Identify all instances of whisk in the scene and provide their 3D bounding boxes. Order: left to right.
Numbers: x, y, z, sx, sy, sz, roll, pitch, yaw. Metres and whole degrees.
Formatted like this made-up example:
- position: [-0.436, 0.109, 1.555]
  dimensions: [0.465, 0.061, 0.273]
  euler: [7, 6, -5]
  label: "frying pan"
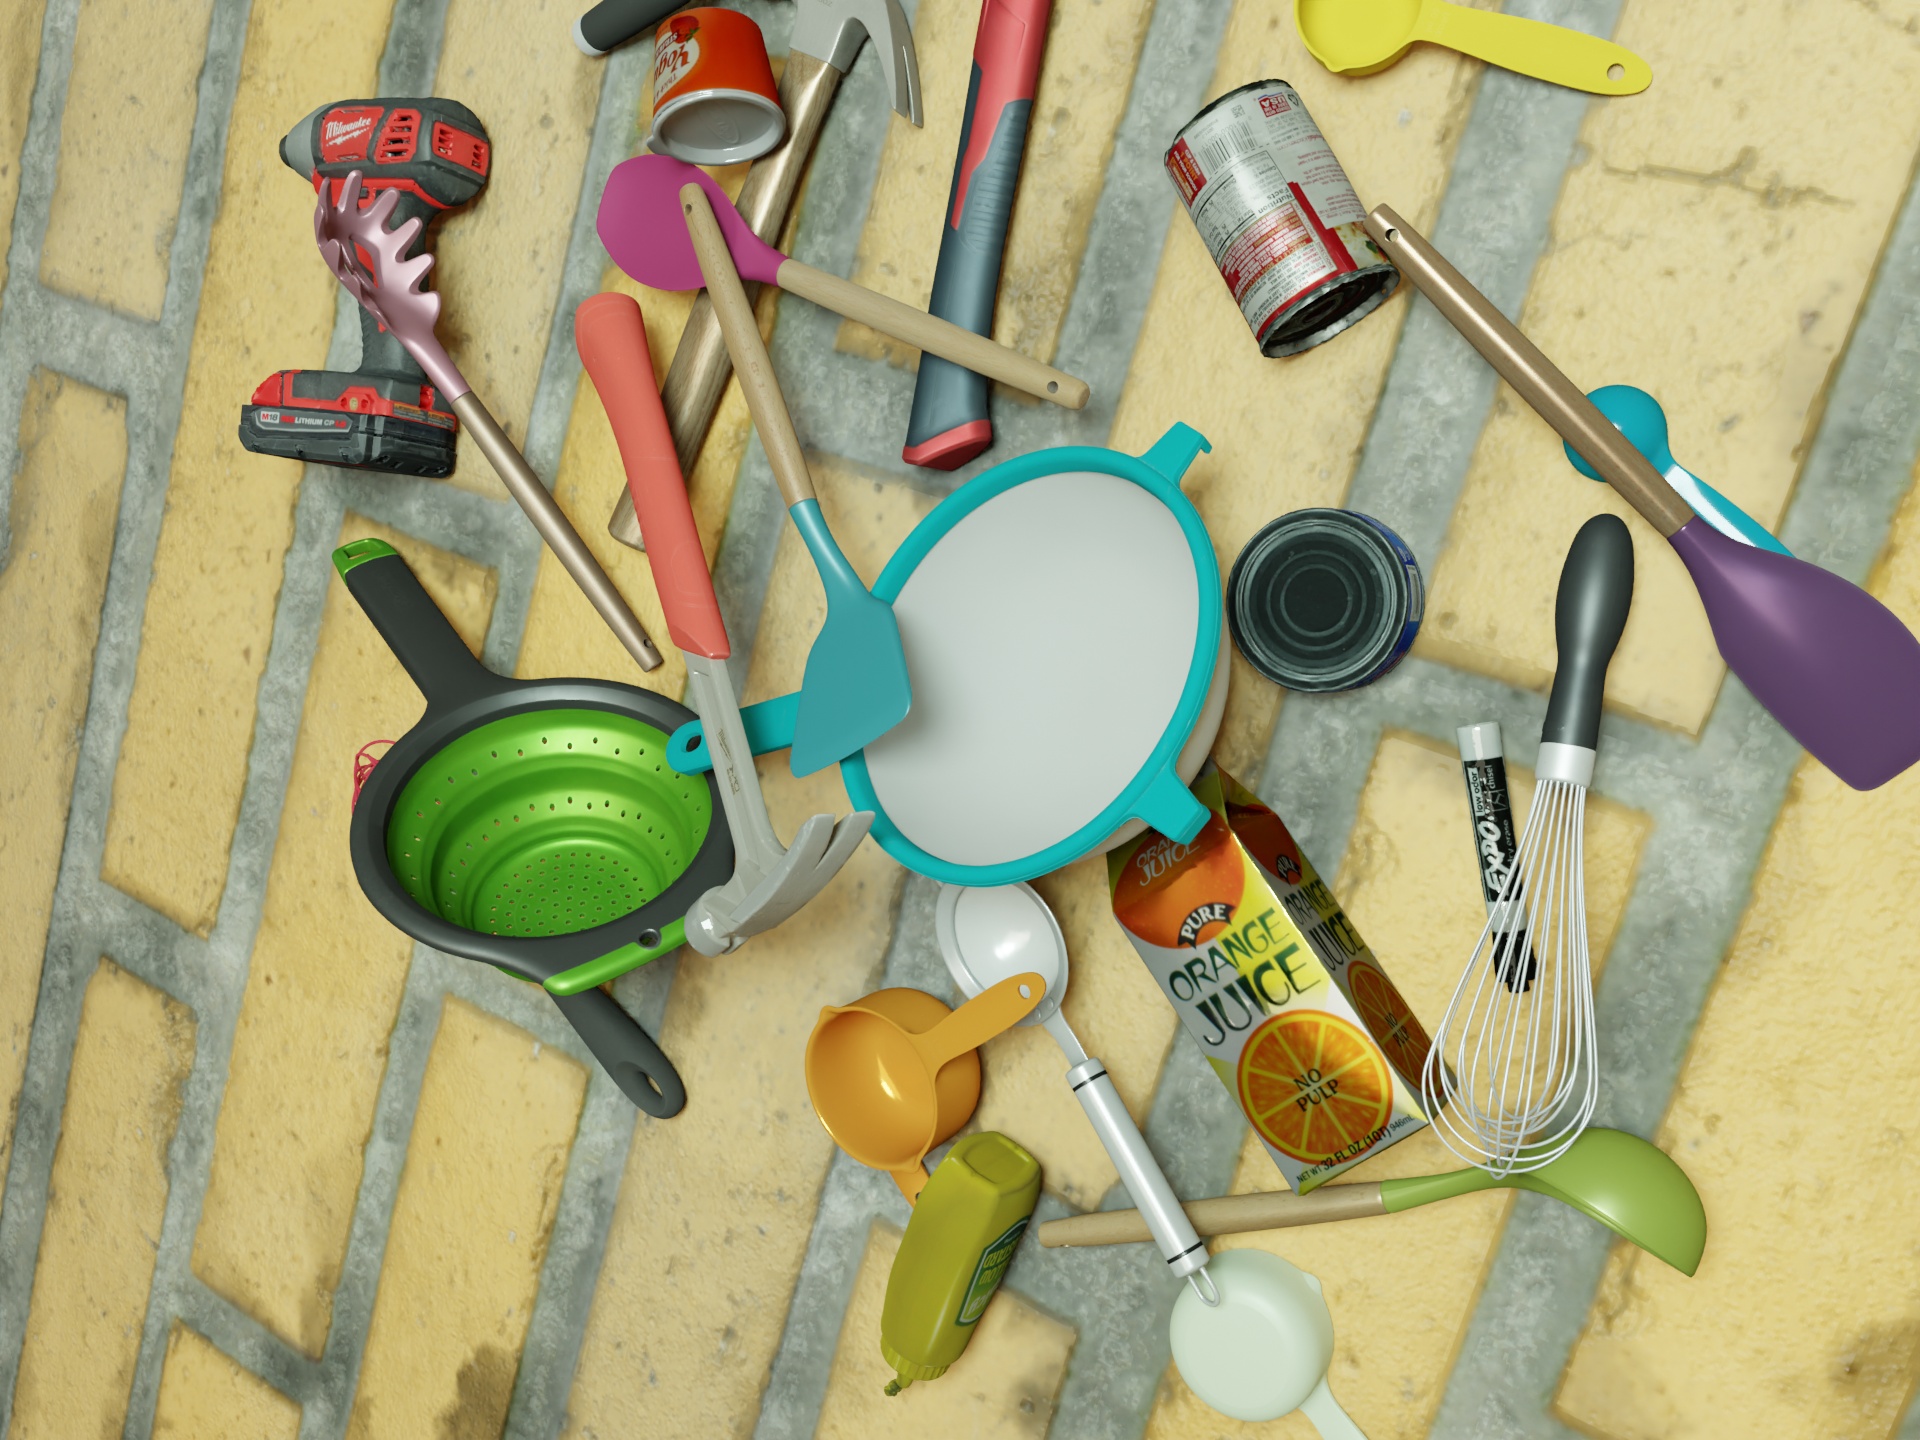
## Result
- position: [-0.265, 0.123, 0.949]
  dimensions: [0.296, 0.073, 0.073]
  euler: [46, 111, 10]
  label: "whisk"
- position: [0.249, 0.050, 0.669]
  dimensions: [0.070, 0.070, 0.284]
  euler: [9, 85, 26]
  label: "whisk"

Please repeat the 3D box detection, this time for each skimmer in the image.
- position: [-0.105, -0.419, 0.761]
  dimensions: [0.363, 0.090, 0.127]
  euler: [-6, 53, 46]
  label: "skimmer"

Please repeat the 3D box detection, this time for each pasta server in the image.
- position: [-0.261, -0.162, 0.895]
  dimensions: [0.040, 0.060, 0.316]
  euler: [-30, 97, 40]
  label: "pasta server"

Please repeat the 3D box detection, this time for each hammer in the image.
- position: [-0.135, -0.072, 0.796]
  dimensions: [0.149, 0.036, 0.359]
  euler: [-44, 57, 47]
  label: "hammer"
- position: [-0.119, -0.245, 0.864]
  dimensions: [0.130, 0.031, 0.331]
  euler: [30, 106, 22]
  label: "hammer"
- position: [0.008, -0.320, 0.792]
  dimensions: [0.143, 0.038, 0.386]
  euler: [16, 100, 26]
  label: "hammer"

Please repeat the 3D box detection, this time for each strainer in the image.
- position: [-0.001, -0.003, 0.785]
  dimensions: [0.340, 0.095, 0.211]
  euler: [-14, 62, 37]
  label: "strainer"
- position: [0.058, 0.166, 0.781]
  dimensions: [0.087, 0.050, 0.259]
  euler: [-47, 66, 43]
  label: "strainer"

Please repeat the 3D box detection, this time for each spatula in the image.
- position: [-0.092, -0.131, 0.787]
  dimensions: [0.082, 0.044, 0.318]
  euler: [-29, 76, 35]
  label: "spatula"
- position: [0.282, -0.101, 0.658]
  dimensions: [0.316, 0.018, 0.059]
  euler: [47, 115, 6]
  label: "spatula"

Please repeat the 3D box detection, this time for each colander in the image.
- position: [-0.269, 0.029, 0.921]
  dimensions: [0.397, 0.204, 0.094]
  euler: [44, 147, 34]
  label: "colander"

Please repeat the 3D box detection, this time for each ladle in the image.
- position: [0.173, 0.236, 0.736]
  dimensions: [0.320, 0.078, 0.062]
  euler: [-17, 54, 31]
  label: "ladle"

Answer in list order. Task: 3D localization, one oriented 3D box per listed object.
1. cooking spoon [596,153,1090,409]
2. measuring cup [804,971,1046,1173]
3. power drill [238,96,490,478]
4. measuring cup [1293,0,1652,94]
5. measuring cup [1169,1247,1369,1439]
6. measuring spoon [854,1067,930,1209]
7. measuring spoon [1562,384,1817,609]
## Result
- position: [-0.069, -0.219, 0.808]
  dimensions: [0.319, 0.017, 0.068]
  euler: [29, 106, 25]
  label: "cooking spoon"
- position: [-0.005, 0.162, 0.806]
  dimensions: [0.173, 0.052, 0.095]
  euler: [-38, 77, 34]
  label: "measuring cup"
- position: [-0.364, -0.264, 0.962]
  dimensions: [0.143, 0.078, 0.219]
  euler: [10, 94, 25]
  label: "power drill"
- position: [0.223, -0.299, 0.698]
  dimensions: [0.156, 0.029, 0.062]
  euler: [22, 103, 12]
  label: "measuring cup"
- position: [0.165, 0.331, 0.753]
  dimensions: [0.083, 0.038, 0.168]
  euler: [-46, 72, 22]
  label: "measuring cup"
- position: [-0.045, 0.223, 0.867]
  dimensions: [0.021, 0.011, 0.117]
  euler: [-39, 76, 23]
  label: "measuring spoon"
- position: [0.306, -0.092, 0.665]
  dimensions: [0.129, 0.021, 0.042]
  euler: [48, 112, 17]
  label: "measuring spoon"
